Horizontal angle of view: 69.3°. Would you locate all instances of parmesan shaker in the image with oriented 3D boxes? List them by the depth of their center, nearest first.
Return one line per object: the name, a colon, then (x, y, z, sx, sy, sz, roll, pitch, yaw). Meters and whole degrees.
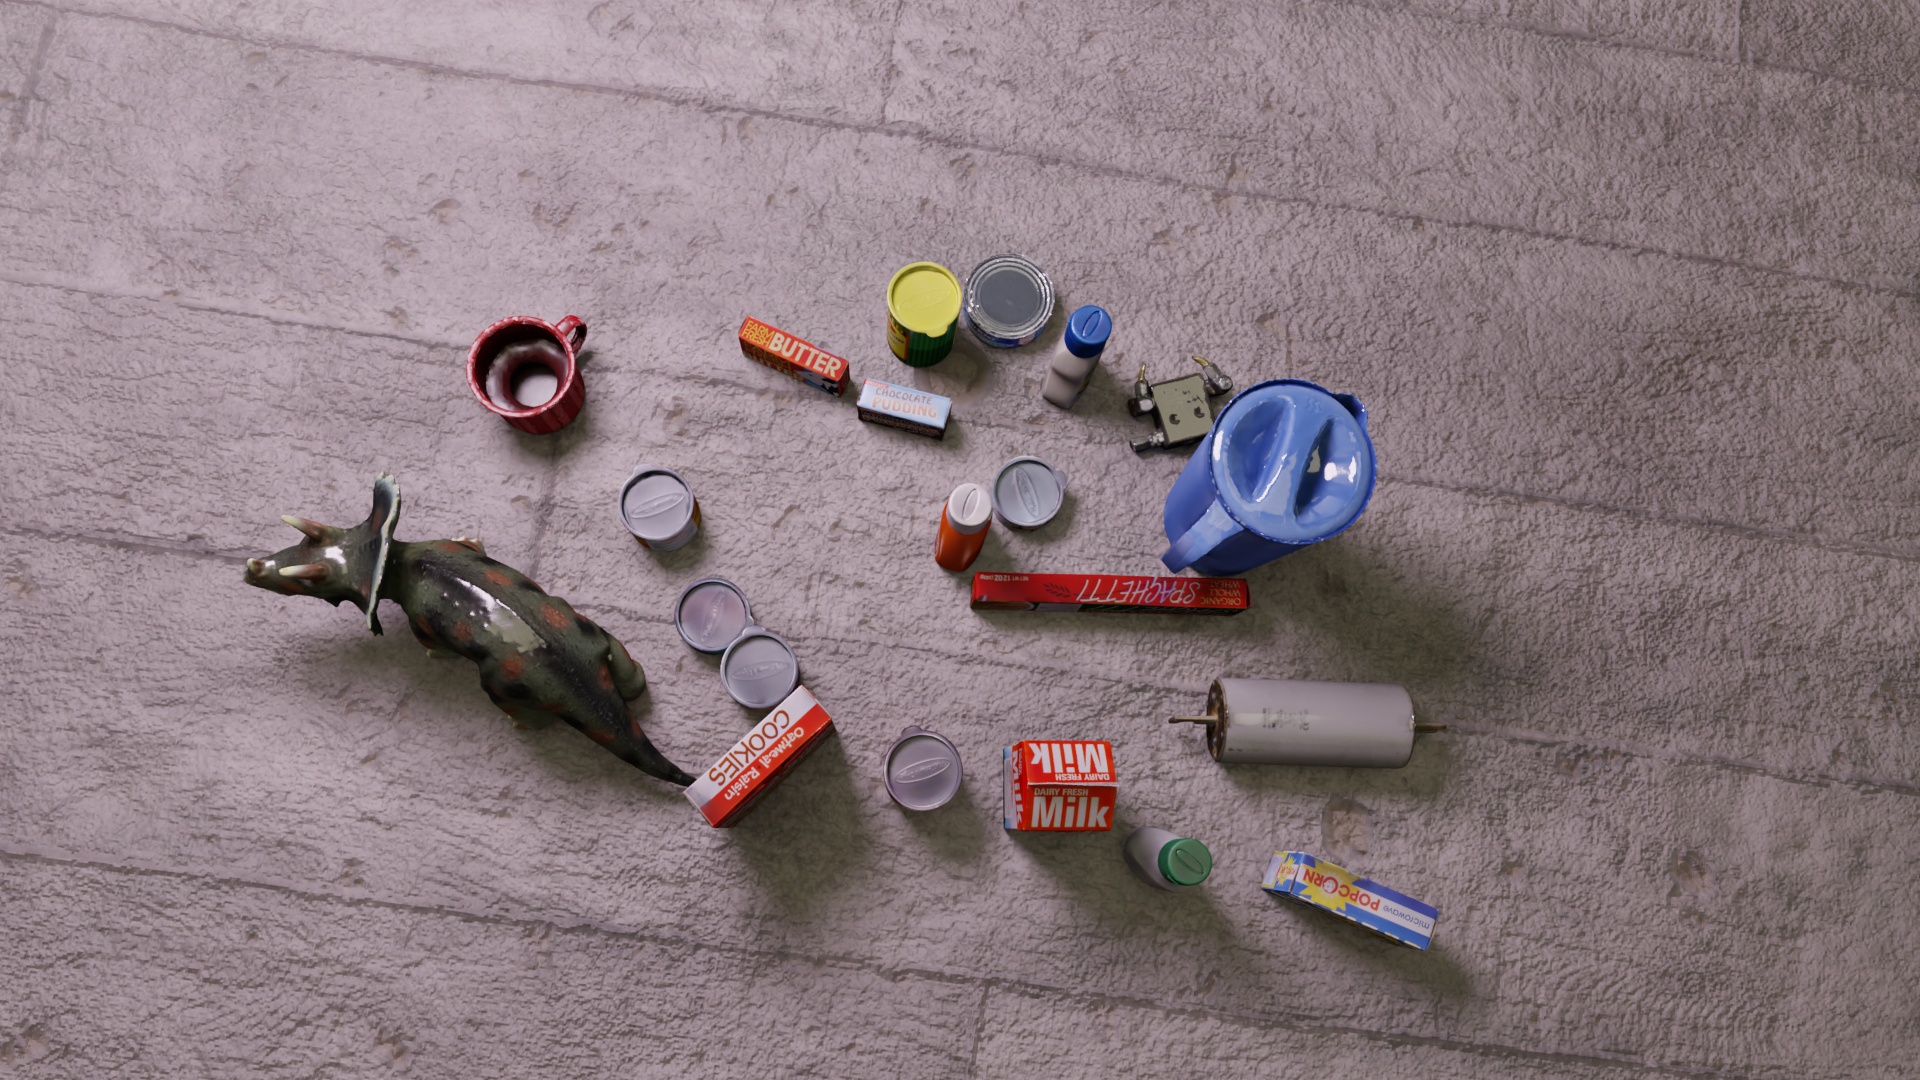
parmesan shaker: (-0.034, -0.201, 1.267, 0.071, 0.103, 0.071, 1, 78, -4)

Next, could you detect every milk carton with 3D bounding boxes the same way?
milk carton: (0.080, 0.203, 1.144, 0.072, 0.190, 0.073, 1, 79, -4)

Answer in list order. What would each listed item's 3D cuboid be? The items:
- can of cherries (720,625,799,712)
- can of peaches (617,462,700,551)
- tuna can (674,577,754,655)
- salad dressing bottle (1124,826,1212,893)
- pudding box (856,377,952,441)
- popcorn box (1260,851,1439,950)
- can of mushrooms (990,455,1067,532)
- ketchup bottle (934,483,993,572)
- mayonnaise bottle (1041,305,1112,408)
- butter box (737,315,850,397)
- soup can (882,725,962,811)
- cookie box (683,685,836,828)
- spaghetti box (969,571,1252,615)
can of cherries: (-0.173, 0.113, 1.213, 0.071, 0.058, 0.071, 1, 78, -4)
can of peaches: (-0.268, -0.029, 1.237, 0.071, 0.058, 0.071, 1, 78, -4)
tuna can: (-0.216, 0.069, 1.232, 0.071, 0.032, 0.071, 1, 78, -4)
salad dressing bottle: (0.175, 0.267, 1.160, 0.064, 0.147, 0.044, 40, 79, 4)
pudding box: (-0.051, -0.120, 1.276, 0.084, 0.049, 0.030, 15, 78, -1)
popcorn box: (0.333, 0.309, 1.194, 0.127, 0.085, 0.038, 23, 78, 1)
can of mushrooms: (0.063, -0.043, 1.276, 0.071, 0.033, 0.071, 1, 78, -4)
ketchup bottle: (0.004, -0.015, 1.207, 0.043, 0.148, 0.065, 19, 78, 0)
mayonnaise bottle: (0.106, -0.168, 1.247, 0.041, 0.147, 0.065, 30, 78, 2)
butter box: (-0.153, -0.169, 1.277, 0.103, 0.053, 0.024, 24, 78, 1)
soup can: (-0.034, 0.196, 1.192, 0.071, 0.083, 0.071, 1, 78, -4)
cookie box: (-0.160, 0.181, 1.144, 0.123, 0.167, 0.040, -43, 84, -11)
spaghetti box: (0.134, 0.049, 1.253, 0.250, 0.050, 0.029, 2, 78, -4)
